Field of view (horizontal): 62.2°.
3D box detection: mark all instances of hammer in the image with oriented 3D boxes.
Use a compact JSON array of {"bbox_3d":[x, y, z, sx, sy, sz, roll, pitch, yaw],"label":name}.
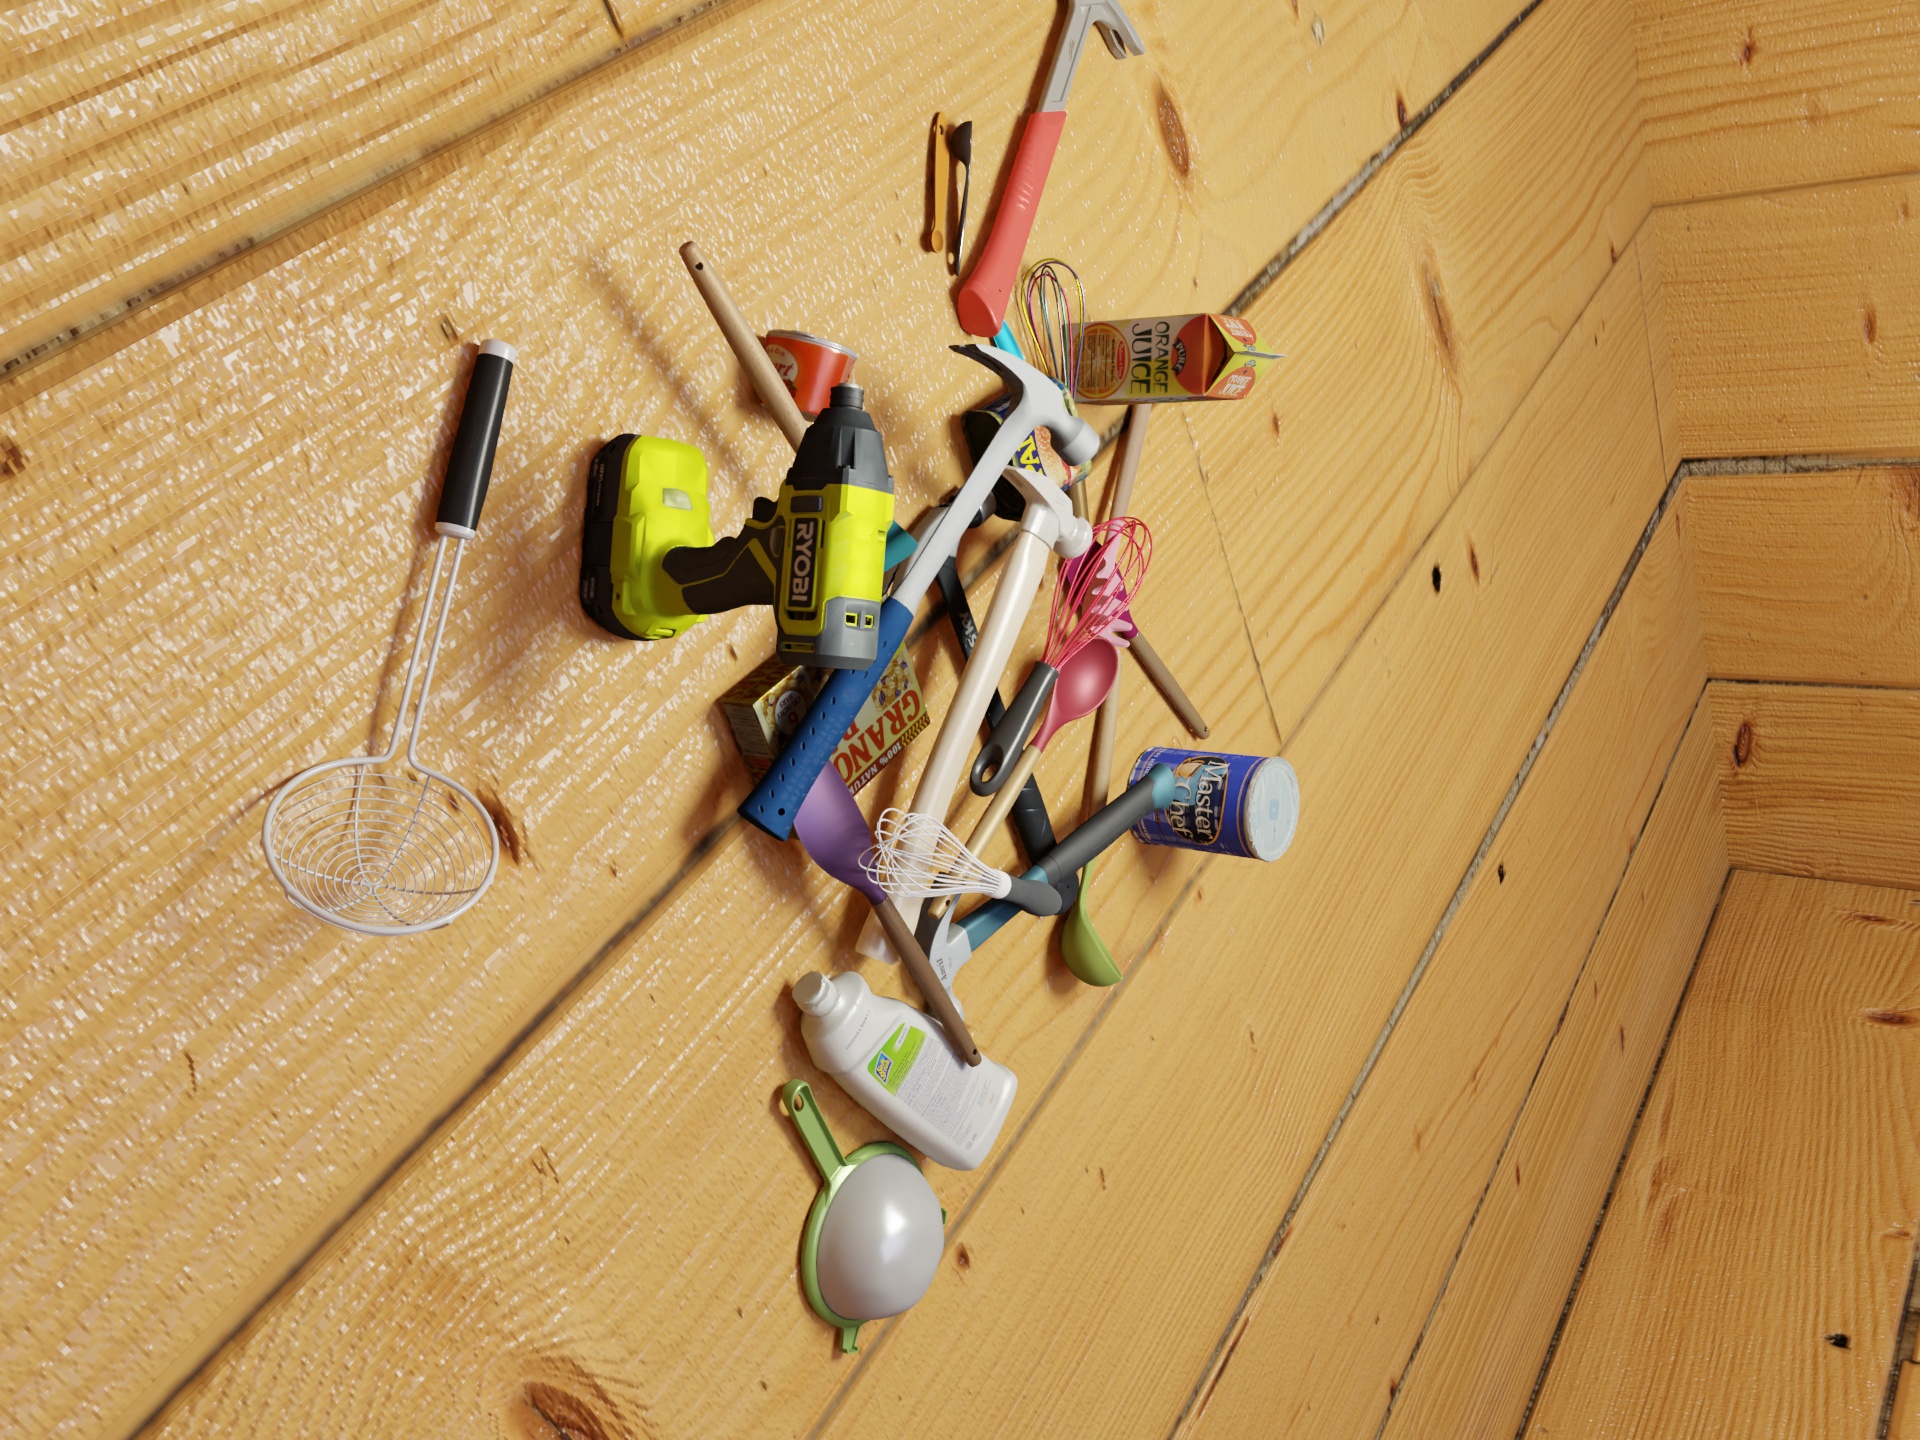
[{"bbox_3d":[0.032,0.006,1.391,0.149,0.036,0.408,-45,127,-38],"label":"hammer"},{"bbox_3d":[0.081,0.135,1.421,0.331,0.033,0.128,-34,124,-33],"label":"hammer"},{"bbox_3d":[0.072,-0.491,1.384,0.149,0.037,0.359,33,68,-48],"label":"hammer"},{"bbox_3d":[-0.002,-0.004,1.284,0.146,0.038,0.411,33,76,-57],"label":"hammer"},{"bbox_3d":[-0.043,-0.096,1.171,0.144,0.035,0.405,41,74,-34],"label":"hammer"}]

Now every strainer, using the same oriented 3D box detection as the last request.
[{"bbox_3d":[-0.072,0.385,1.274,0.151,0.069,0.256,-48,130,-37],"label":"strainer"}]

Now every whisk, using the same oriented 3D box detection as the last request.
[{"bbox_3d":[0.013,0.125,1.274,0.284,0.070,0.070,26,74,-55],"label":"whisk"},{"bbox_3d":[0.084,-0.060,1.374,0.073,0.073,0.296,47,66,-43],"label":"whisk"},{"bbox_3d":[0.090,-0.291,1.432,0.047,0.051,0.244,-20,115,-26],"label":"whisk"}]

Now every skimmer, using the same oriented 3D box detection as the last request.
[{"bbox_3d":[-0.304,-0.058,0.921,0.127,0.090,0.363,14,80,-19],"label":"skimmer"}]

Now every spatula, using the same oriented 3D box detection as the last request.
[{"bbox_3d":[-0.054,0.159,1.239,0.060,0.018,0.315,-48,124,-33],"label":"spatula"},{"bbox_3d":[-0.119,-0.205,1.127,0.082,0.044,0.317,-31,130,-2],"label":"spatula"}]

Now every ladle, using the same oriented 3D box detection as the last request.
[{"bbox_3d":[0.142,0.093,1.522,0.078,0.062,0.320,43,54,-76],"label":"ladle"},{"bbox_3d":[0.053,0.046,1.370,0.315,0.031,0.069,-56,130,-30],"label":"ladle"}]

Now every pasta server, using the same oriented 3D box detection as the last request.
[{"bbox_3d":[0.160,-0.212,1.510,0.060,0.040,0.316,42,57,-55],"label":"pasta server"}]

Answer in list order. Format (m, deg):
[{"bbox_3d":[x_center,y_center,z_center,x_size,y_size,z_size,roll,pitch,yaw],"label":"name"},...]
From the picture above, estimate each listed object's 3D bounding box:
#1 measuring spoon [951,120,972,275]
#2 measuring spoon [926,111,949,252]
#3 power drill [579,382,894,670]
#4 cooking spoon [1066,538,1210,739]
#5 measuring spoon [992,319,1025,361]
[{"bbox_3d":[-0.003,-0.431,1.314,0.034,0.018,0.124,-84,179,-81],"label":"measuring spoon"},{"bbox_3d":[-0.020,-0.439,1.298,0.021,0.011,0.117,6,86,-60],"label":"measuring spoon"},{"bbox_3d":[-0.139,-0.123,1.012,0.080,0.223,0.171,3,91,-52],"label":"power drill"},{"bbox_3d":[0.180,-0.071,1.579,0.318,0.017,0.069,48,55,-42],"label":"cooking spoon"},{"bbox_3d":[0.049,-0.300,1.396,0.042,0.021,0.128,-38,114,-25],"label":"measuring spoon"}]
